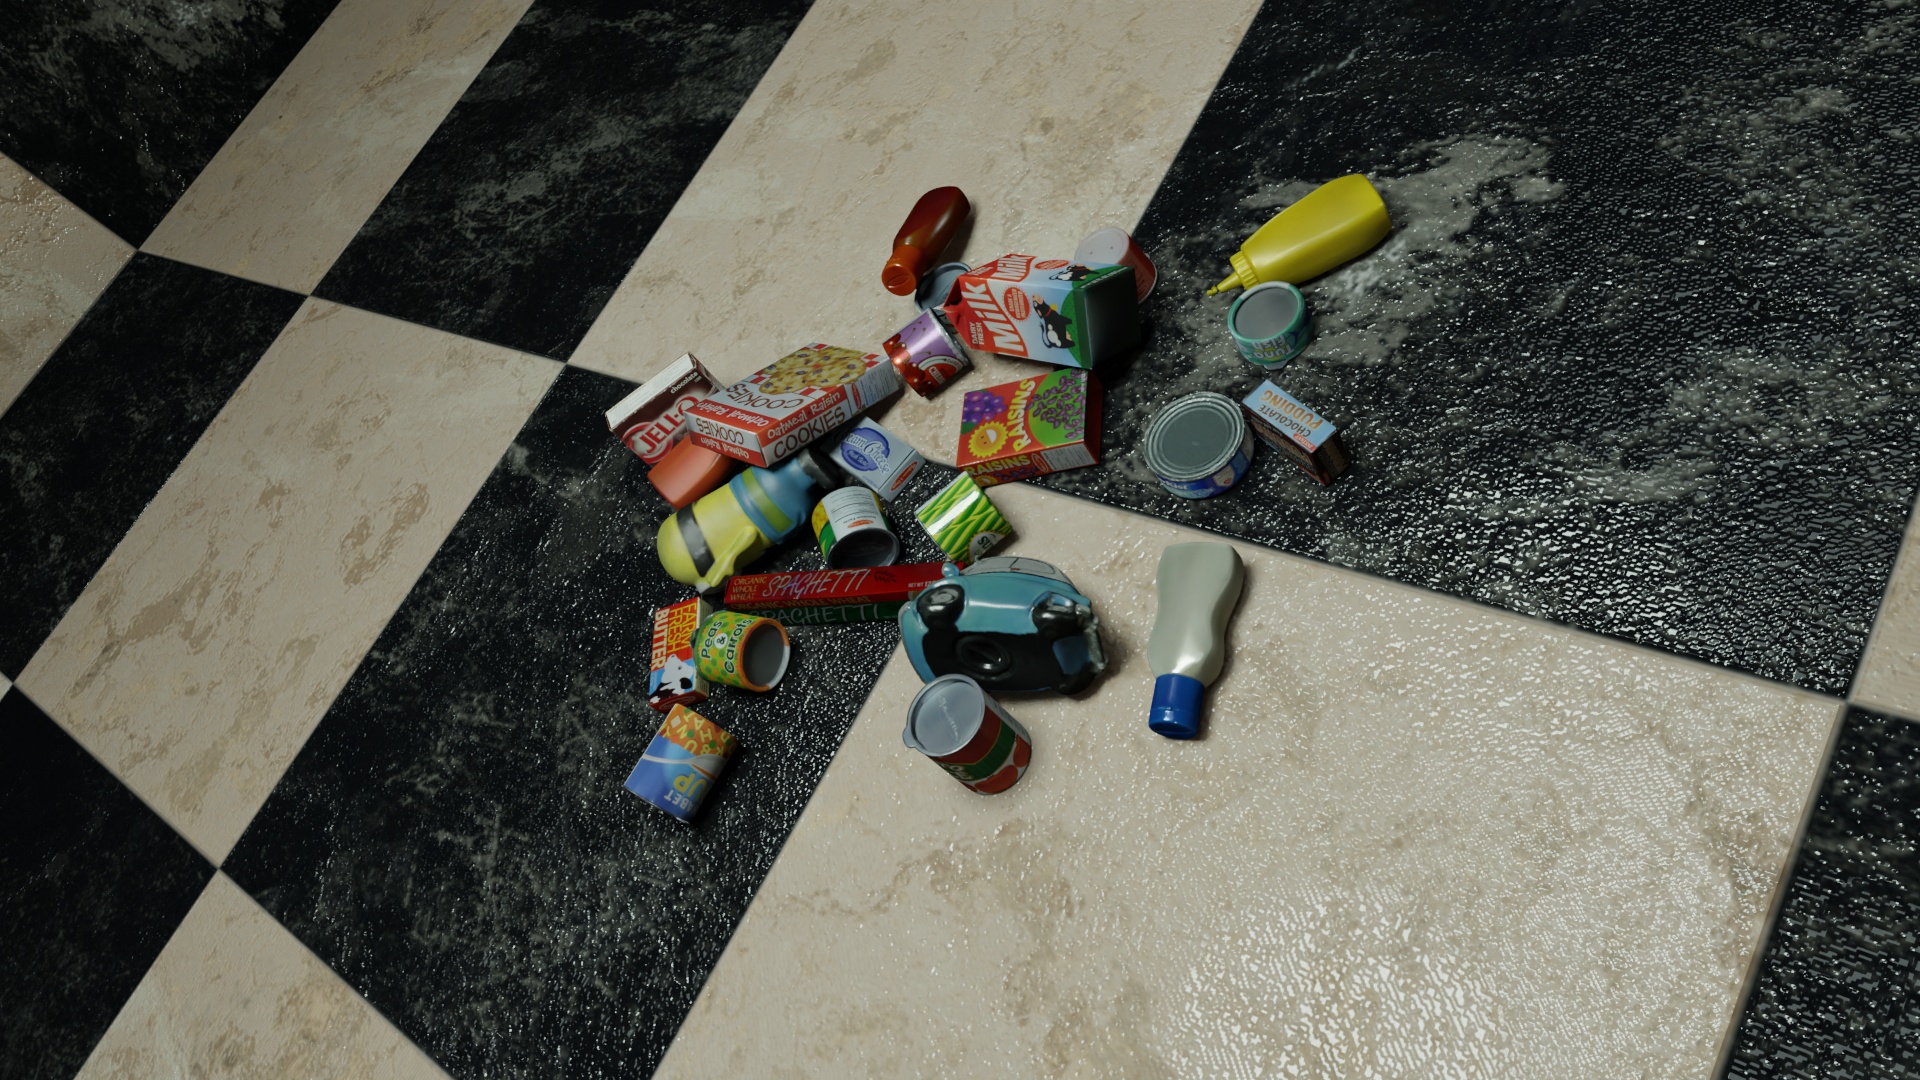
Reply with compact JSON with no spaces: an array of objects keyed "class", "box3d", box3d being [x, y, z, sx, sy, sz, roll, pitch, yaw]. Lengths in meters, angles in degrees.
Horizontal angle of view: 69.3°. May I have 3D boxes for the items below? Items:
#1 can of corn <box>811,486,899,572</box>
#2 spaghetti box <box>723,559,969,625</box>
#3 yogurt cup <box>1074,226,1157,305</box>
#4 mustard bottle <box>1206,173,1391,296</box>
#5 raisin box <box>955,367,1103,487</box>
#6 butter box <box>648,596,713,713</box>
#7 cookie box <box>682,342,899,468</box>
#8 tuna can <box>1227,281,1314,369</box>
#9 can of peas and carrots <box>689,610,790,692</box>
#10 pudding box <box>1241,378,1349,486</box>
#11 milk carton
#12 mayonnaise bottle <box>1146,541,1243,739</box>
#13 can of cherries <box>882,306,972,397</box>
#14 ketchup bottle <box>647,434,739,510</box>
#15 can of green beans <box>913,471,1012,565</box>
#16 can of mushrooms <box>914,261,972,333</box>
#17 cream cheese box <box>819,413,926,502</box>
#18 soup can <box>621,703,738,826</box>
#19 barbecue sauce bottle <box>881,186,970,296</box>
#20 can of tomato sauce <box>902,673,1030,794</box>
[{"class":"can of corn","box3d":[-0.095,-0.004,1.241,0.071,0.071,0.058,-33,47,9]},{"class":"spaghetti box","box3d":[-0.096,0.048,1.215,0.250,0.050,0.029,-5,57,30]},{"class":"yogurt cup","box3d":[0.139,-0.248,1.267,0.072,0.054,0.073,-16,54,23]},{"class":"mustard bottle","box3d":[0.282,-0.249,1.183,0.160,0.048,0.065,-28,49,14]},{"class":"raisin box","box3d":[0.061,-0.100,1.225,0.123,0.040,0.086,-10,56,25]},{"class":"butter box","box3d":[-0.260,0.106,1.294,0.053,0.024,0.104,-19,52,19]},{"class":"cookie box","box3d":[-0.162,-0.132,1.330,0.168,0.040,0.123,-35,35,-32]},{"class":"tuna can","box3d":[0.259,-0.180,1.161,0.071,0.032,0.071,-16,52,22]},{"class":"can of peas and carrots","box3d":[-0.195,0.097,1.228,0.059,0.070,0.071,6,64,34]},{"class":"pudding box","box3d":[0.261,-0.085,1.084,0.030,0.049,0.084,-42,48,-1]},{"class":"milk carton","box3d":[0.065,-0.211,1.254,0.073,0.073,0.190,-30,32,-36]},{"class":"mayonnaise bottle","box3d":[0.171,0.074,1.040,0.064,0.041,0.149,-2,60,33]},{"class":"can of cherries","box3d":[-0.031,-0.176,1.316,0.058,0.071,0.072,-36,48,7]},{"class":"ketchup bottle","box3d":[-0.247,-0.097,1.410,0.149,0.043,0.065,-45,54,-3]},{"class":"can of green beans","box3d":[0.003,-0.017,1.187,0.058,0.071,0.071,-39,48,3]},{"class":"can of mushrooms","box3d":[-0.011,-0.239,1.368,0.071,0.033,0.071,-16,54,23]},{"class":"cream cheese box","box3d":[-0.084,-0.081,1.312,0.053,0.024,0.104,-49,48,-6]},{"class":"soup can","box3d":[-0.238,0.194,1.194,0.071,0.071,0.084,19,71,39]},{"class":"barbecue sauce bottle","box3d":[-0.039,-0.299,1.388,0.064,0.043,0.149,-16,33,33]},{"class":"can of tomato sauce","box3d":[0.006,0.150,1.060,0.071,0.083,0.071,-16,53,23]}]
